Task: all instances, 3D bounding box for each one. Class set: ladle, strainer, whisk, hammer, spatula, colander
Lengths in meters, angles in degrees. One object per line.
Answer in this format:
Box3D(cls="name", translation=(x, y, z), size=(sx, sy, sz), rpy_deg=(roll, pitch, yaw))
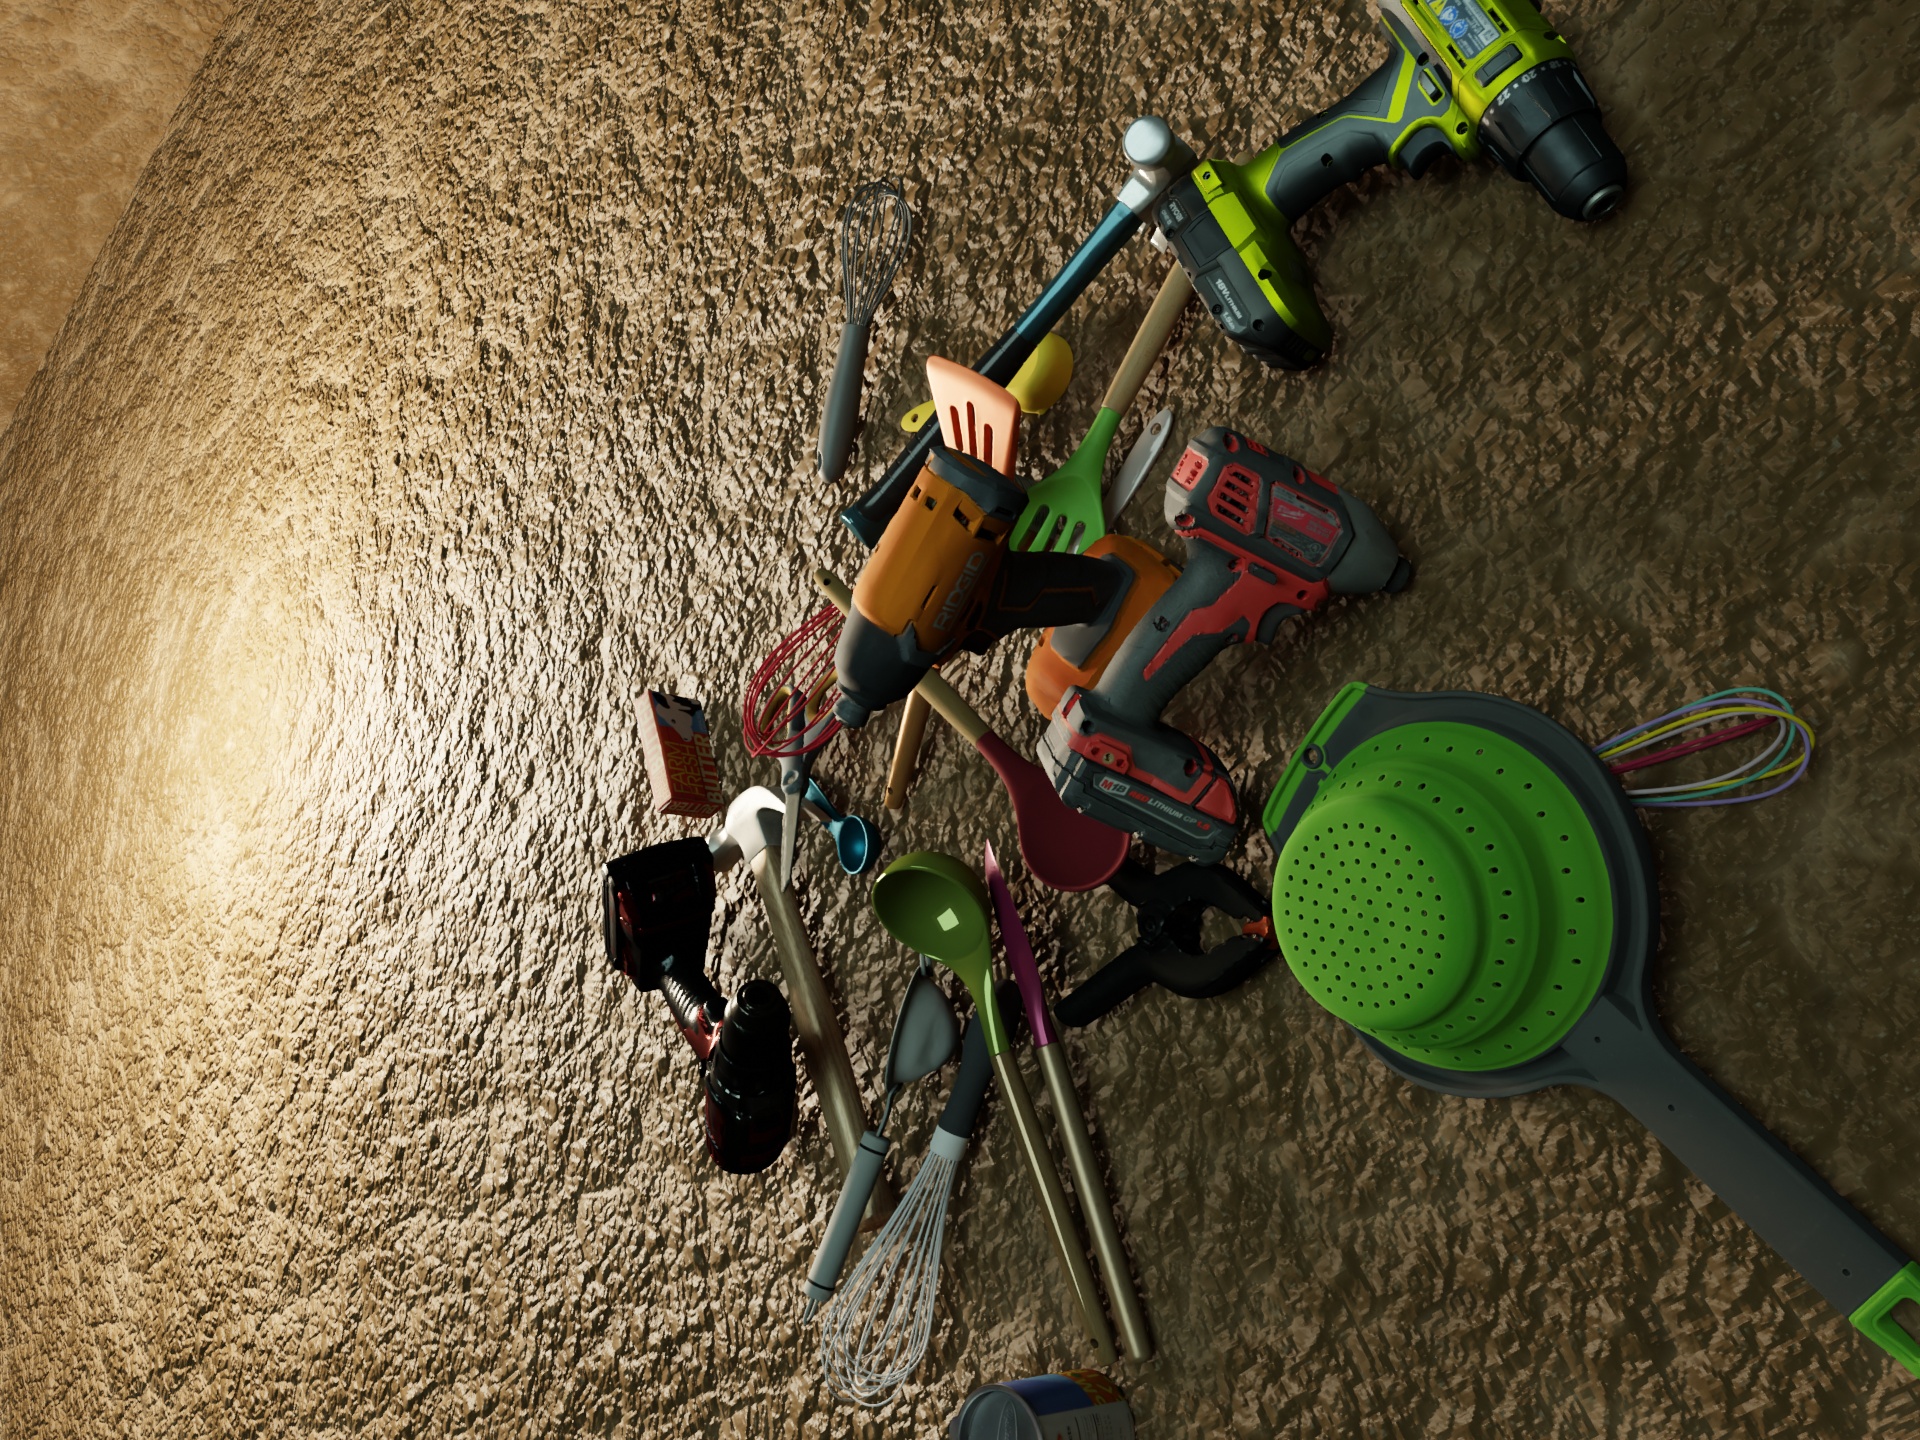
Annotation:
Box3D(cls="ladle", translation=(0.025, 0.228, 0.956), size=(0.078, 0.062, 0.320), rpy_deg=(-35, 68, 41))
Box3D(cls="strainer", translation=(-0.049, 0.265, 1.023), size=(0.050, 0.086, 0.258), rpy_deg=(20, 85, 13))
Box3D(cls="whisk", translation=(-0.057, -0.092, 1.114), size=(0.296, 0.073, 0.073), rpy_deg=(-53, 48, 2))
Box3D(cls="whisk", translation=(0.293, 0.031, 0.791), size=(0.245, 0.047, 0.051), rpy_deg=(-19, 68, 42))
Box3D(cls="hammer", translation=(0.032, -0.239, 1.028), size=(0.033, 0.128, 0.331), rpy_deg=(46, 109, 10))
Box3D(cls="ladle", translation=(-0.002, -0.003, 1.013), size=(0.069, 0.031, 0.316), rpy_deg=(-44, 60, -1))
Box3D(cls="whisk", translation=(-0.078, -0.299, 1.218), size=(0.055, 0.055, 0.239), rpy_deg=(14, 94, 44))
Box3D(cls="spatula", translation=(-0.017, -0.076, 1.042), size=(0.081, 0.041, 0.322), rpy_deg=(35, 123, 33))
Box3D(cls="hammer", translation=(-0.106, 0.194, 1.123), size=(0.130, 0.031, 0.332), rpy_deg=(-45, 55, 38))
Box3D(cls="whisk", translation=(-0.017, 0.298, 1.010), size=(0.070, 0.070, 0.284), rpy_deg=(20, 88, 44))
Box3D(cls="colander", translation=(0.267, 0.139, 0.731), size=(0.397, 0.094, 0.204), rpy_deg=(48, 125, 34))

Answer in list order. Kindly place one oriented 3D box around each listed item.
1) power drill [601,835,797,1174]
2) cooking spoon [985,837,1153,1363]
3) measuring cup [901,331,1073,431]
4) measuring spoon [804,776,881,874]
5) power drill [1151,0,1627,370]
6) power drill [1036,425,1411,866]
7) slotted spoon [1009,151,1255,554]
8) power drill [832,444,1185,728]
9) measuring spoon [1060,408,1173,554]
Box3D(cls="power drill", translation=(-0.179, 0.187, 1.124), size=(0.227, 0.080, 0.187), rpy_deg=(55, 149, 35))
Box3D(cls="cooking spoon", translation=(0.060, 0.221, 0.958), size=(0.017, 0.068, 0.319), rpy_deg=(-17, 70, -2))
Box3D(cls="measuring cup", translation=(0.010, -0.235, 1.127), size=(0.156, 0.029, 0.062), rpy_deg=(-12, 71, 38))
Box3D(cls="measuring spoon", translation=(-0.089, 0.069, 1.160), size=(0.129, 0.021, 0.042), rpy_deg=(44, 124, 50))
Box3D(cls="power drill", translation=(0.240, -0.305, 0.898), size=(0.228, 0.080, 0.191), rpy_deg=(-37, 66, 27))
Box3D(cls="power drill", translation=(0.147, -0.039, 0.887), size=(0.219, 0.143, 0.079), rpy_deg=(-62, 15, 15))
Box3D(cls="slotted spoon", translation=(0.111, -0.219, 1.016), size=(0.070, 0.031, 0.314), rpy_deg=(28, 93, 9))
Box3D(cls="power drill", translation=(0.029, -0.053, 0.929), size=(0.084, 0.226, 0.164), rpy_deg=(43, 110, 40))
Box3D(cls="measuring spoon", translation=(0.099, -0.149, 1.032), size=(0.034, 0.018, 0.124), rpy_deg=(44, 110, 40))
